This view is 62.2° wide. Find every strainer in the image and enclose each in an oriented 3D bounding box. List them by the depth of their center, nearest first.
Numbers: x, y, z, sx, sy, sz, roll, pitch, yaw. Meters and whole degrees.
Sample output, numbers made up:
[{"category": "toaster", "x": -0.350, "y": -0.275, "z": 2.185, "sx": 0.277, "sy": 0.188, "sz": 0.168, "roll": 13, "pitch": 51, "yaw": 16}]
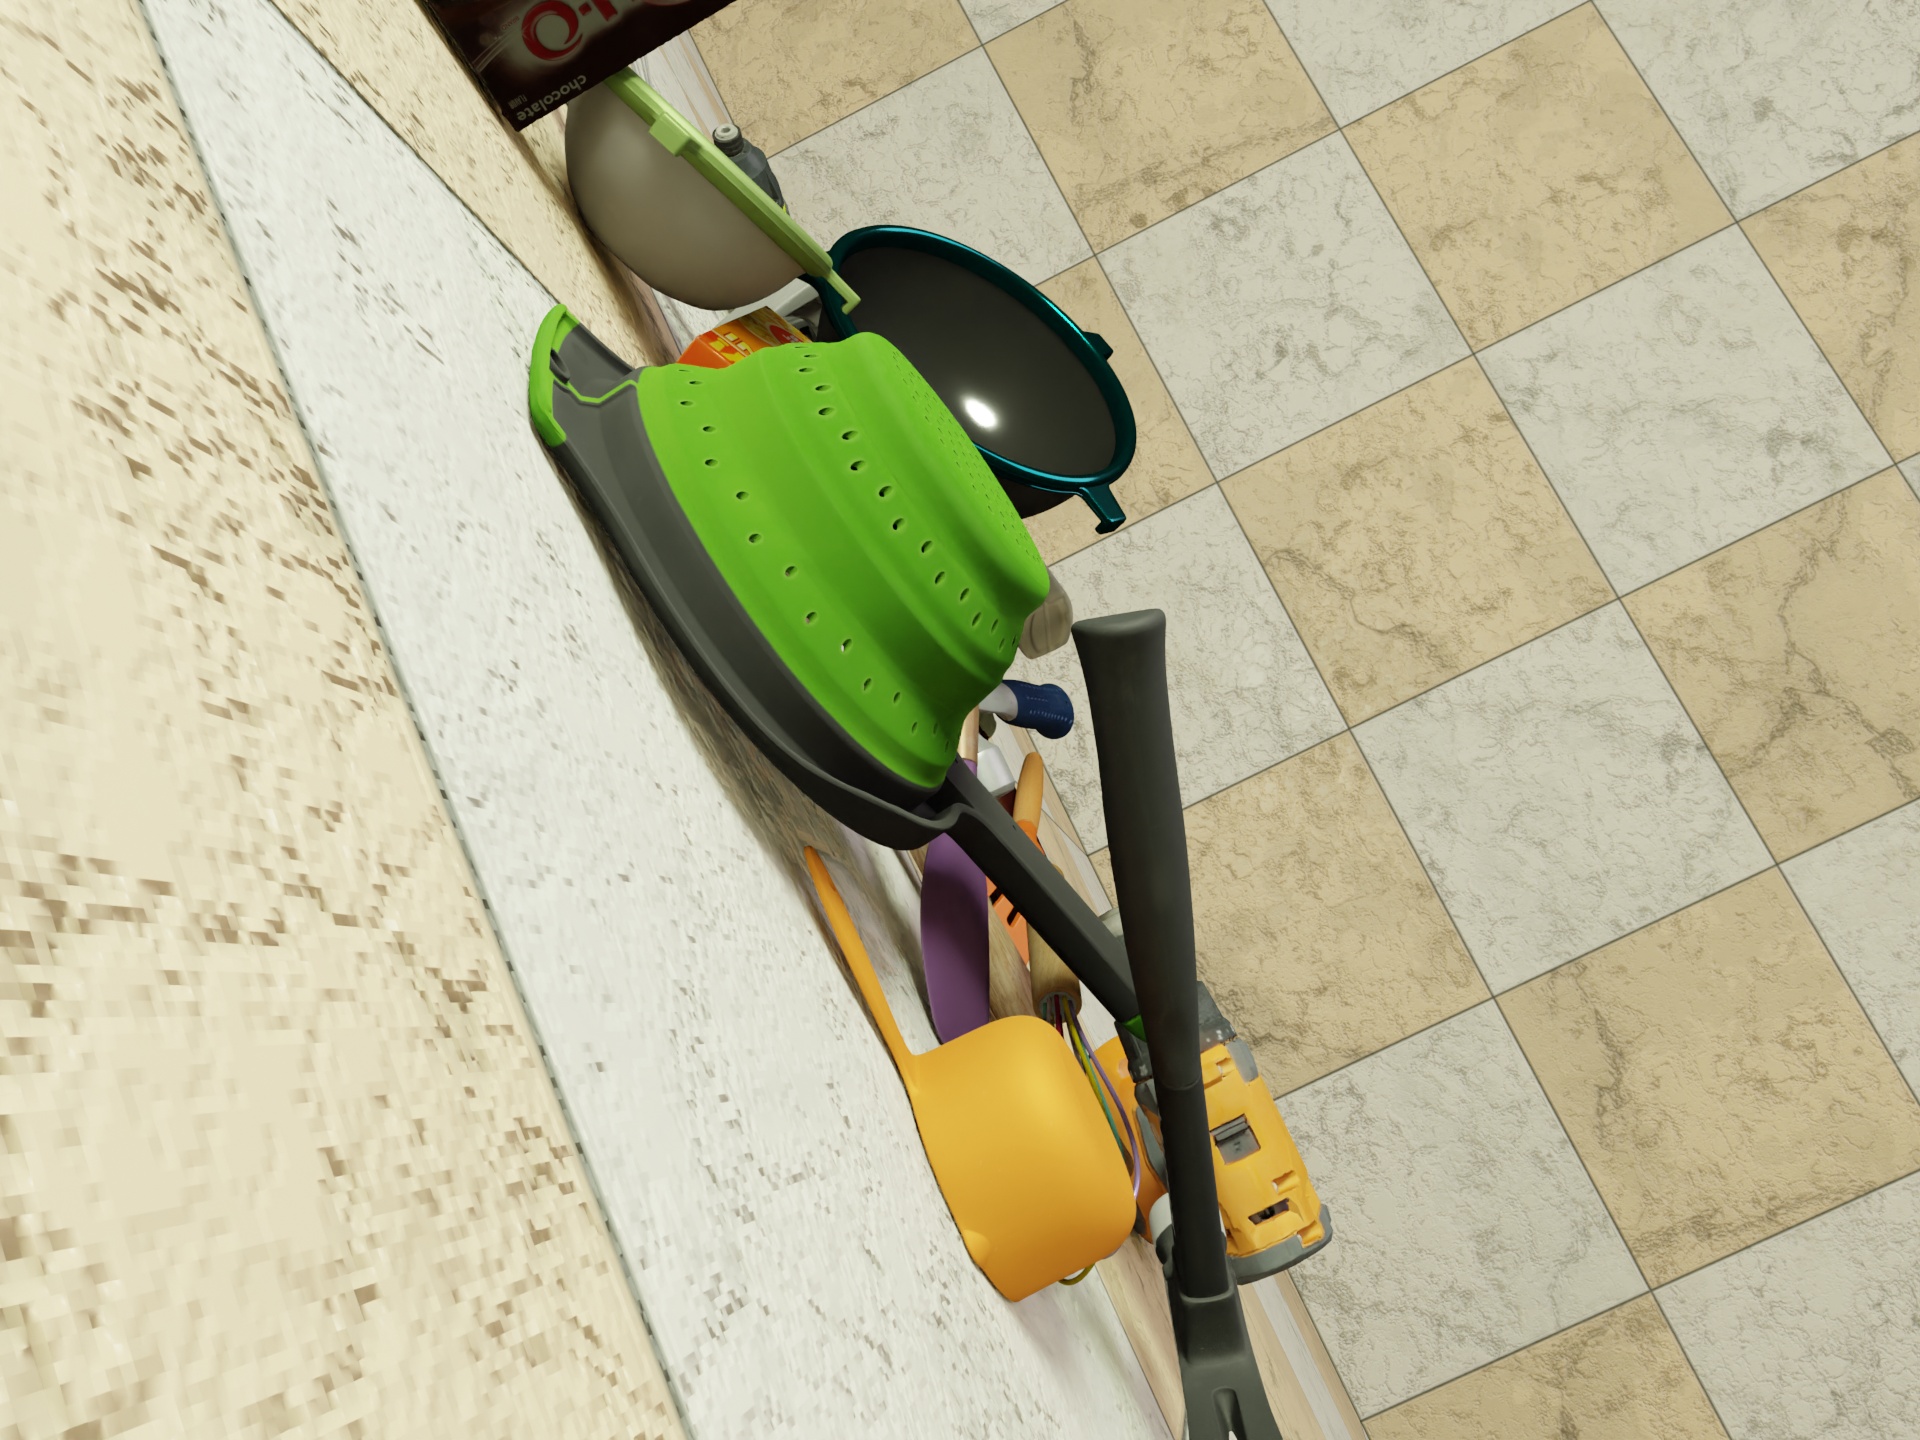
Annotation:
[{"category": "strainer", "x": -0.167, "y": -0.272, "z": 0.763, "sx": 0.257, "sy": 0.069, "sz": 0.151, "roll": 46, "pitch": 8, "yaw": 31}, {"category": "strainer", "x": -0.061, "y": -0.211, "z": 0.920, "sx": 0.340, "sy": 0.095, "sz": 0.211, "roll": 23, "pitch": 41, "yaw": -20}]

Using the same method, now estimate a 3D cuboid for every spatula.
[{"category": "spatula", "x": -0.001, "y": -0.002, "z": 0.711, "sx": 0.059, "sy": 0.018, "sz": 0.316, "roll": 46, "pitch": 36, "yaw": -47}, {"category": "spatula", "x": 0.032, "y": 0.065, "z": 0.964, "sx": 0.081, "sy": 0.041, "sz": 0.323, "roll": 56, "pitch": 10, "yaw": -7}]

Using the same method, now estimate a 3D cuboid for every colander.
[{"category": "colander", "x": 0.011, "y": -0.011, "z": 0.592, "sx": 0.396, "sy": 0.094, "sz": 0.205, "roll": 50, "pitch": 13, "yaw": -31}]

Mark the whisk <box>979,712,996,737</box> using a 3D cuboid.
[{"category": "whisk", "x": -0.012, "y": -0.074, "z": 1.053, "sx": 0.058, "sy": 0.059, "sz": 0.246, "roll": 27, "pitch": -30, "yaw": 37}]

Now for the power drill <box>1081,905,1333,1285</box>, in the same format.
[{"category": "power drill", "x": 0.112, "y": 0.197, "z": 0.847, "sx": 0.226, "sy": 0.084, "sz": 0.185, "roll": 96, "pitch": -30, "yaw": -75}]

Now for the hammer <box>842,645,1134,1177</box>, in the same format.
[{"category": "hammer", "x": 0.005, "y": 0.095, "z": 0.761, "sx": 0.331, "sy": 0.031, "sz": 0.130, "roll": 63, "pitch": 5, "yaw": -21}]

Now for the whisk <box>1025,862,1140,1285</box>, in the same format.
[{"category": "whisk", "x": 0.040, "y": 0.138, "z": 0.677, "sx": 0.245, "sy": 0.051, "sz": 0.047, "roll": -92, "pitch": 180, "yaw": -61}]

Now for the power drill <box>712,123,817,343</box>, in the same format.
[{"category": "power drill", "x": -0.125, "y": -0.301, "z": 1.131, "sx": 0.171, "sy": 0.080, "sz": 0.223, "roll": 80, "pitch": -13, "yaw": -56}]

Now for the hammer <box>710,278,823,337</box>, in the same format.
[{"category": "hammer", "x": -0.058, "y": -0.142, "z": 1.083, "sx": 0.037, "sy": 0.149, "sz": 0.358, "roll": 32, "pitch": -30, "yaw": 39}]

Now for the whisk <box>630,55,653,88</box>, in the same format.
[{"category": "whisk", "x": -0.196, "y": -0.368, "z": 0.973, "sx": 0.284, "sy": 0.070, "sz": 0.070, "roll": 65, "pitch": 1, "yaw": -56}]

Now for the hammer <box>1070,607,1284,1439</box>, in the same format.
[{"category": "hammer", "x": 0.077, "y": 0.115, "z": 0.579, "sx": 0.146, "sy": 0.035, "sz": 0.334, "roll": -93, "pitch": 174, "yaw": -65}]

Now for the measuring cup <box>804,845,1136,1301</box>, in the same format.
[{"category": "measuring cup", "x": 0.006, "y": 0.108, "z": 0.530, "sx": 0.095, "sy": 0.052, "sz": 0.173, "roll": -99, "pitch": 165, "yaw": -76}]

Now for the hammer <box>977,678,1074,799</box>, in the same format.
[{"category": "hammer", "x": 0.023, "y": -0.018, "z": 0.997, "sx": 0.144, "sy": 0.035, "sz": 0.405, "roll": 65, "pitch": 10, "yaw": 7}]
